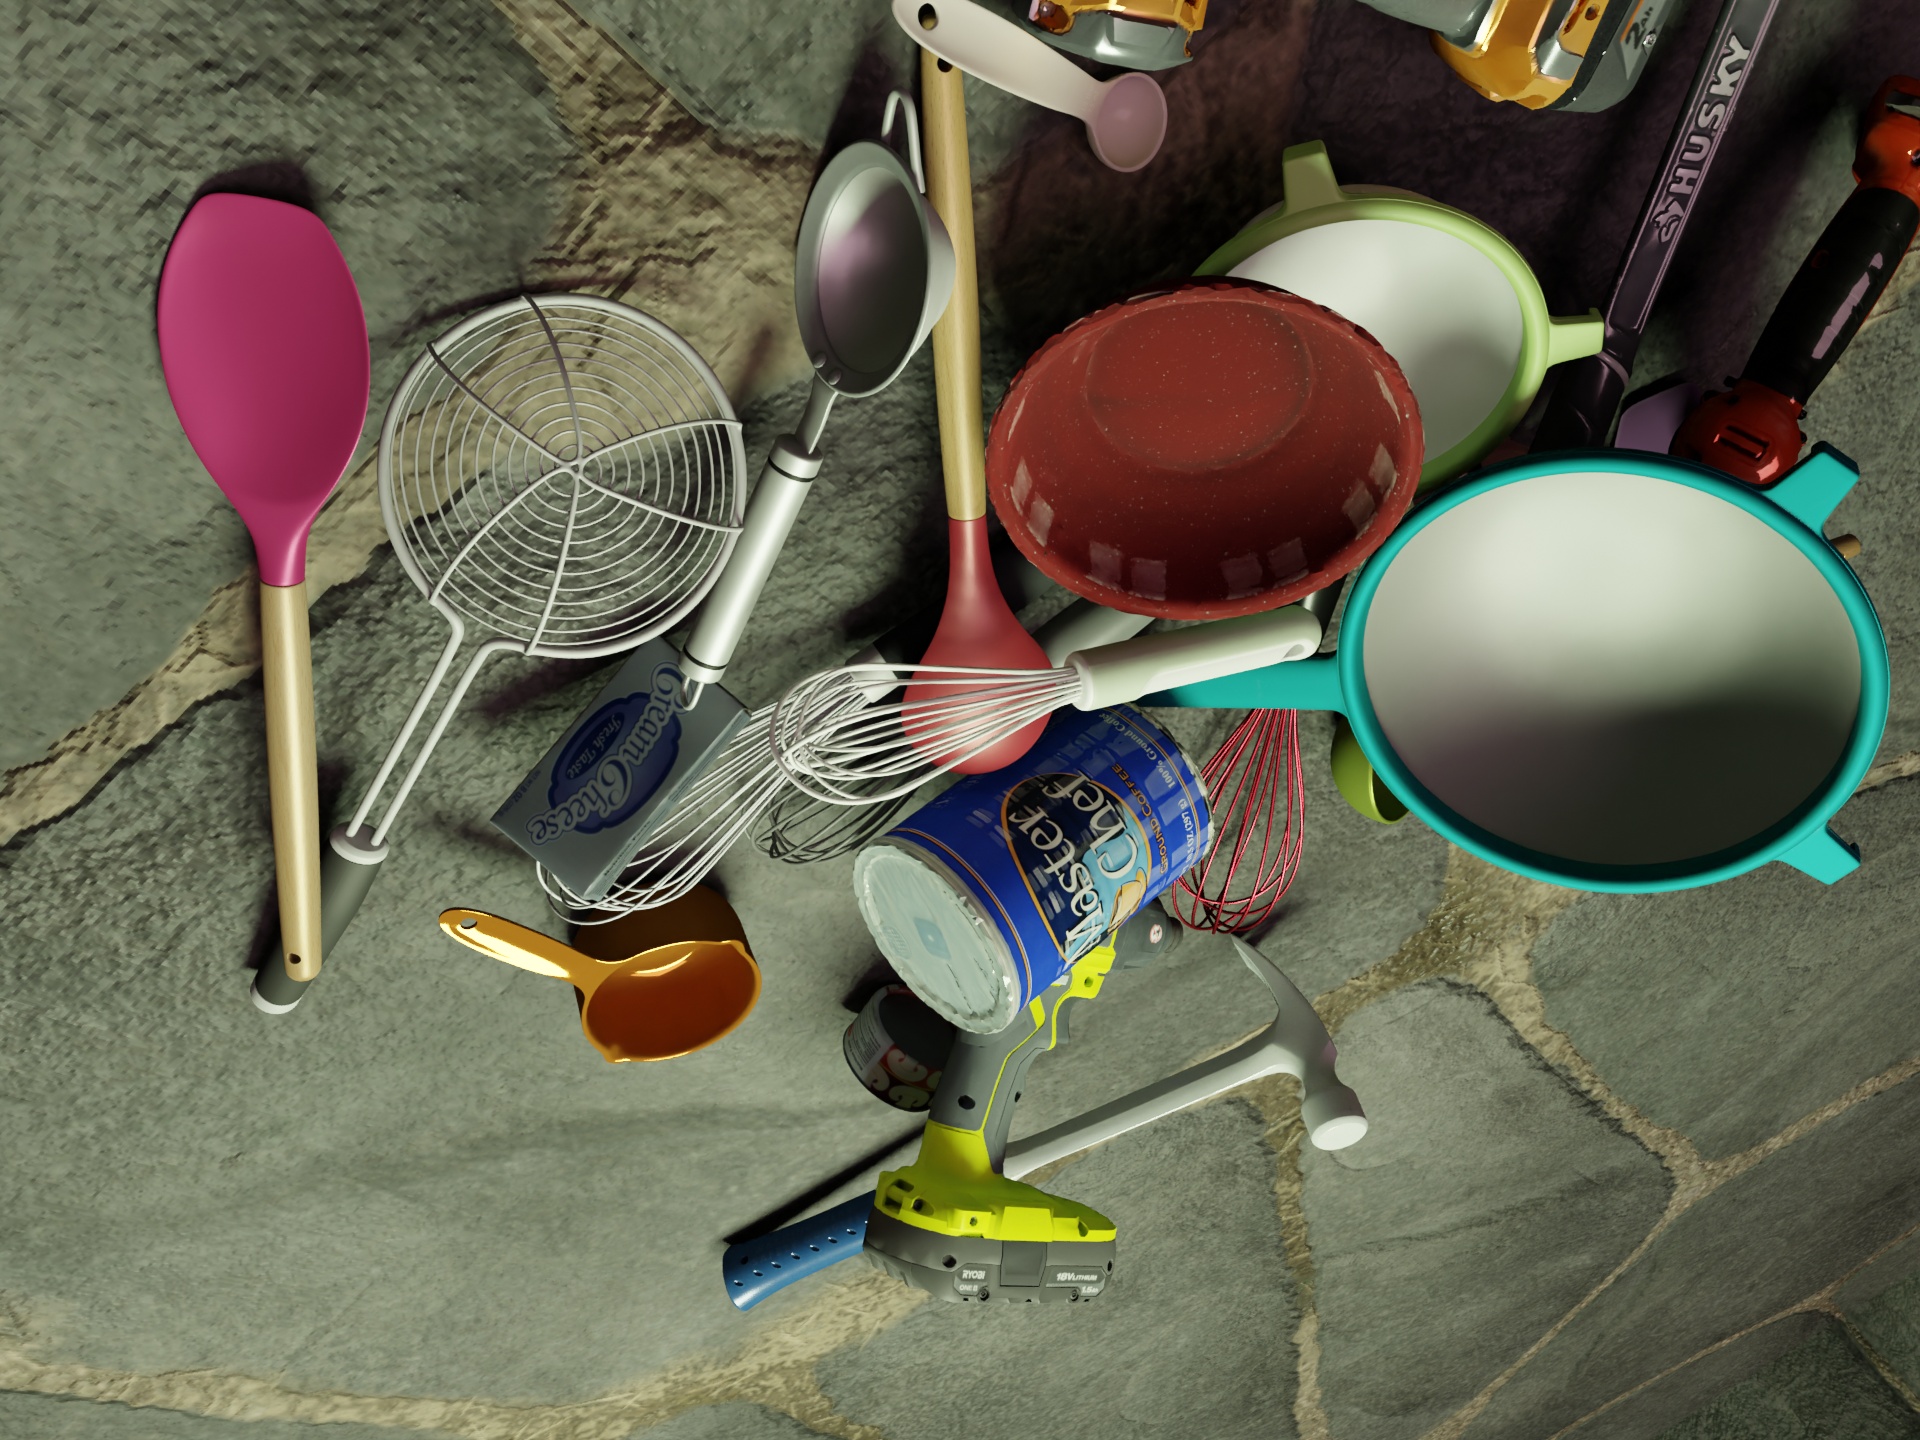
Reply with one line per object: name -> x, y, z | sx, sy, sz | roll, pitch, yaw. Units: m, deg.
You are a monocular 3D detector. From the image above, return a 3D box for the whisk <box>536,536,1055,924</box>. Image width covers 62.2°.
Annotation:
whisk -> -0.065, -0.002, 0.702 | 0.284, 0.070, 0.070 | -35, 137, 0

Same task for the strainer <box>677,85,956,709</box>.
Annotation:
strainer -> -0.056, -0.105, 0.586 | 0.050, 0.087, 0.258 | 1, 130, -41

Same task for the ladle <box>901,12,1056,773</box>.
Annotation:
ladle -> 0.002, -0.105, 0.620 | 0.069, 0.031, 0.315 | -11, 122, -11

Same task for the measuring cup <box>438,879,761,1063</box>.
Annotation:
measuring cup -> -0.173, 0.103, 0.750 | 0.095, 0.052, 0.173 | -44, 133, 16

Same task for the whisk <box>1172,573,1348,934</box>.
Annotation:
whisk -> 0.162, -0.002, 0.820 | 0.073, 0.073, 0.295 | -6, 127, -22

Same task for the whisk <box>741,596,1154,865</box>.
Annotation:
whisk -> -0.002, -0.003, 0.725 | 0.239, 0.055, 0.055 | -34, 137, 13

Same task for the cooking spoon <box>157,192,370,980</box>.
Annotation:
cooking spoon -> -0.245, -0.030, 0.578 | 0.068, 0.017, 0.318 | 9, 120, -3

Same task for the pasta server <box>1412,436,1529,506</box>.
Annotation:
pasta server -> 0.338, -0.054, 0.819 | 0.316, 0.040, 0.060 | 33, 111, -26

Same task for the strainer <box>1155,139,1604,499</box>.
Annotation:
strainer -> 0.129, -0.132, 0.679 | 0.151, 0.069, 0.256 | 22, 138, -19

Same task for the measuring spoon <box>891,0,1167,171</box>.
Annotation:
measuring spoon -> 0.023, -0.226, 0.555 | 0.124, 0.018, 0.034 | 11, 105, -38

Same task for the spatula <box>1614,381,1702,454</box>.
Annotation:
spatula -> 0.383, -0.059, 0.904 | 0.060, 0.018, 0.315 | -22, 136, -7

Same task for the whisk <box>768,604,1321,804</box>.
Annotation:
whisk -> 0.041, -0.013, 0.643 | 0.246, 0.059, 0.057 | -13, 156, -20

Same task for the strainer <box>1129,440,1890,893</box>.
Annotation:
strainer -> 0.223, -0.036, 0.716 | 0.340, 0.095, 0.210 | 1, 123, 31

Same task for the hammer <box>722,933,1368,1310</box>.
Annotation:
hammer -> 0.036, 0.264, 0.979 | 0.405, 0.144, 0.035 | -25, 136, 10

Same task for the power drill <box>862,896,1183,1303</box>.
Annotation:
power drill -> 0.038, 0.185, 0.844 | 0.171, 0.080, 0.223 | 15, 83, -34

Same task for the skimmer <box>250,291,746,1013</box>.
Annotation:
skimmer -> -0.209, -0.005, 0.637 | 0.127, 0.090, 0.363 | 29, 127, -16

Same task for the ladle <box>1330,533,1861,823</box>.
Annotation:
ladle -> 0.349, -0.031, 0.868 | 0.320, 0.062, 0.078 | -22, 126, -1

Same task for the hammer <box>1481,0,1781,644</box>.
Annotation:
hammer -> 0.282, -0.173, 0.686 | 0.149, 0.036, 0.408 | 2, 124, -15

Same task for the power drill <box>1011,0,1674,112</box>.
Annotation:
power drill -> 0.141, -0.298, 0.512 | 0.226, 0.084, 0.185 | 0, 129, -21
